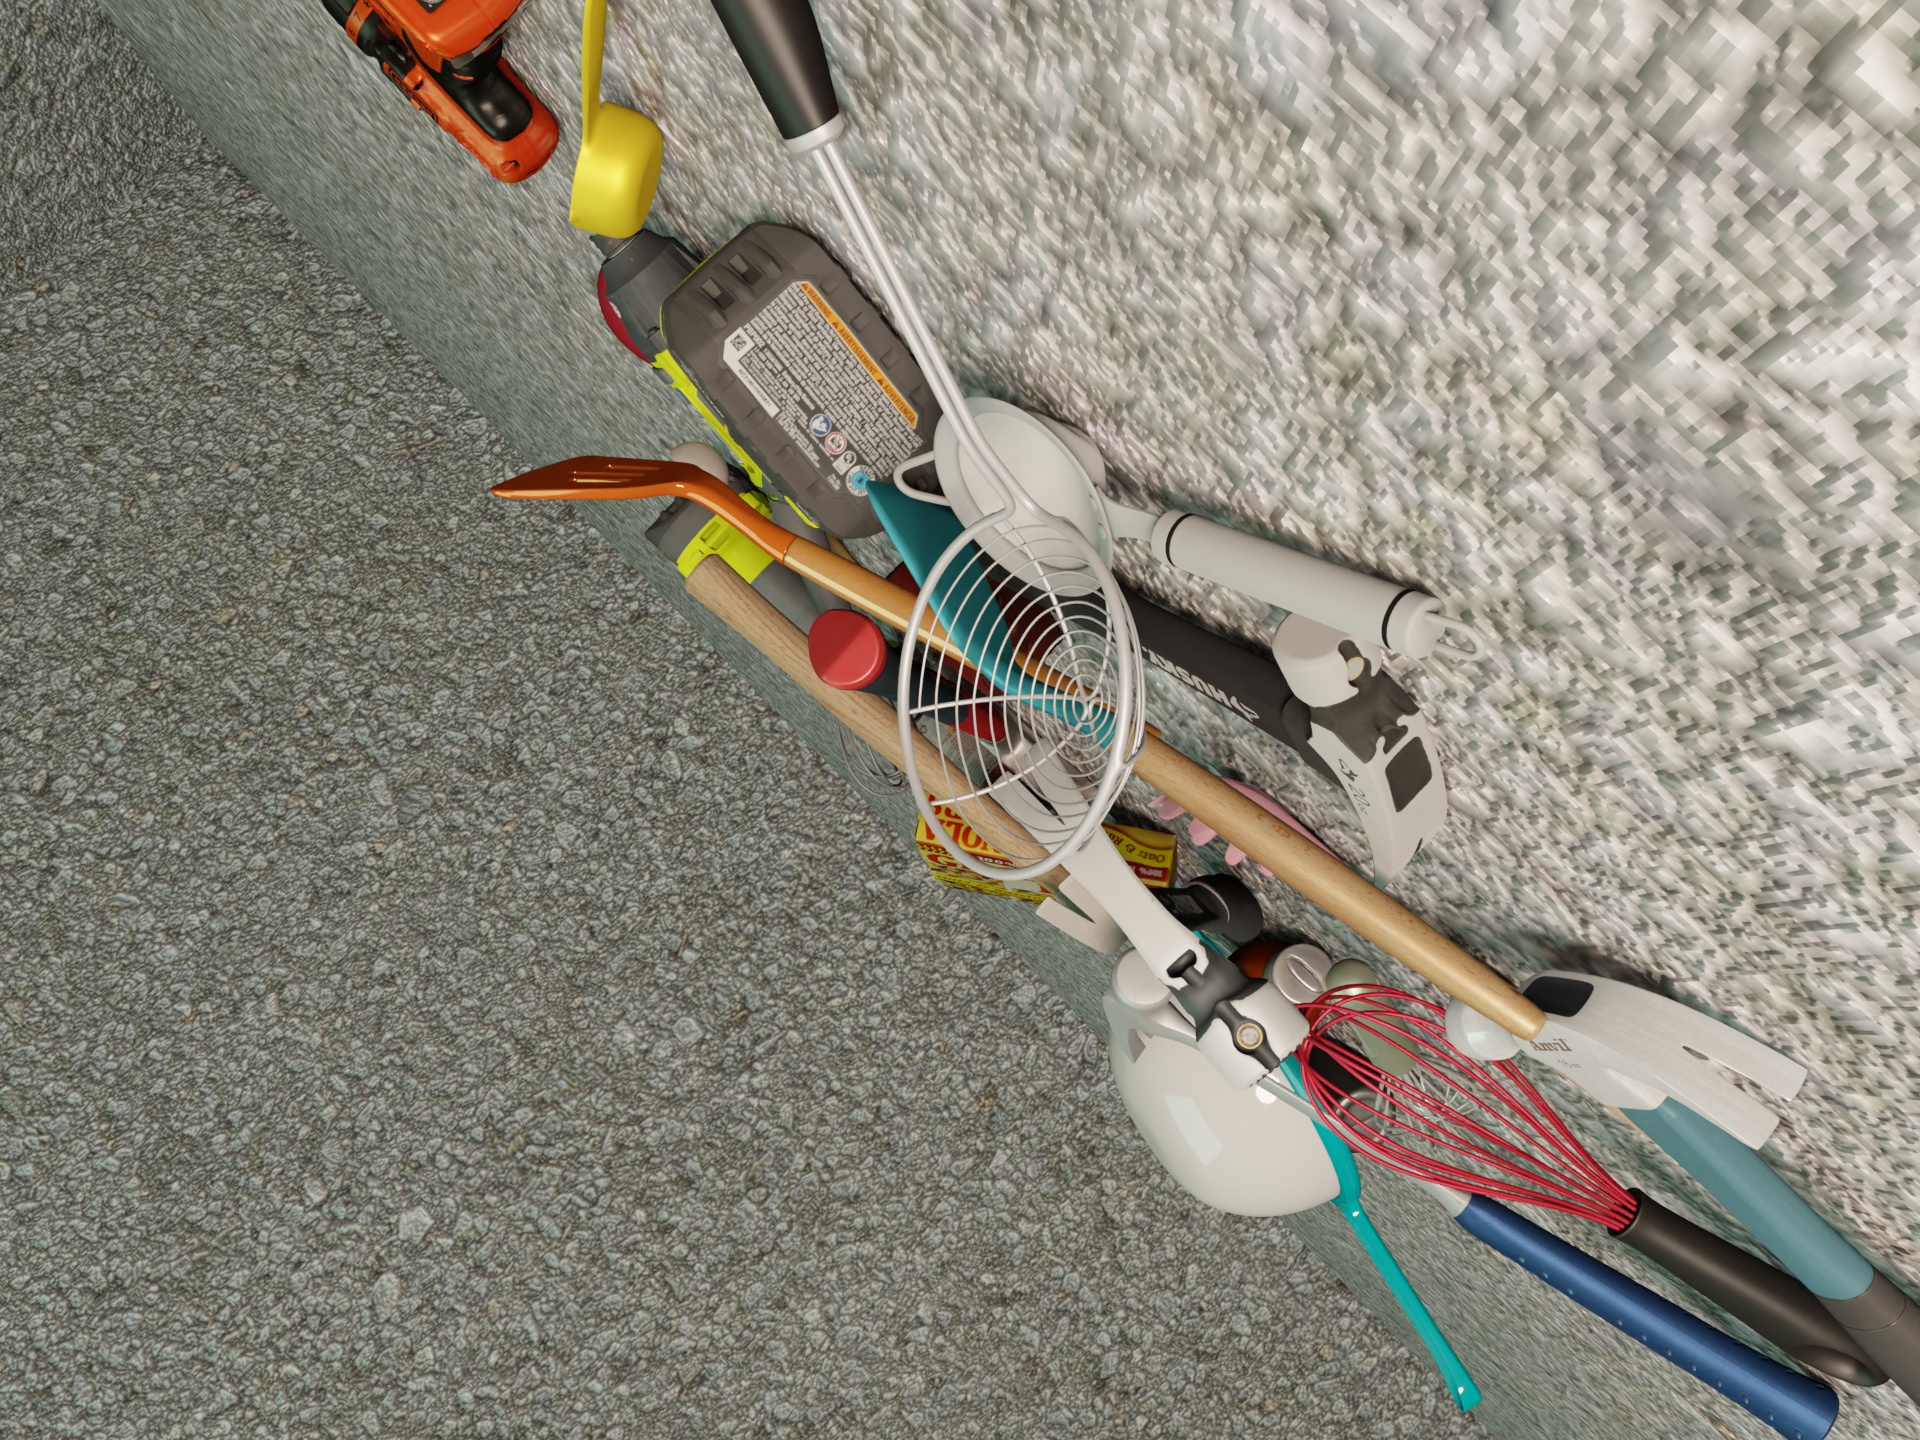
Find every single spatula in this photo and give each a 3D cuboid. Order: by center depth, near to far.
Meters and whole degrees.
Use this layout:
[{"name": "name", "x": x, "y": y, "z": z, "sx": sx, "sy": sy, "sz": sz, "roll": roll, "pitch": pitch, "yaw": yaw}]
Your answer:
[{"name": "spatula", "x": 0.086, "y": 0.011, "z": 0.603, "sx": 0.318, "sy": 0.044, "sz": 0.082, "roll": 36, "pitch": -167, "yaw": 19}, {"name": "spatula", "x": -0.058, "y": -0.058, "z": 0.722, "sx": 0.322, "sy": 0.041, "sz": 0.081, "roll": 28, "pitch": -153, "yaw": 9}]

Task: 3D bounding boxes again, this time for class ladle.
[{"name": "ladle", "x": -0.142, "y": -0.179, "z": 1.076, "sx": 0.315, "sy": 0.031, "sz": 0.069, "roll": 49, "pitch": 170, "yaw": -32}]

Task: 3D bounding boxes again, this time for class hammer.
[{"name": "hammer", "x": 0.328, "y": 0.211, "z": 0.577, "sx": 0.331, "sy": 0.033, "sz": 0.128, "roll": 44, "pitch": 163, "yaw": -2}, {"name": "hammer", "x": 0.069, "y": -0.042, "z": 0.673, "sx": 0.335, "sy": 0.035, "sz": 0.146, "roll": 36, "pitch": 166, "yaw": 49}, {"name": "hammer", "x": 0.110, "y": 0.087, "z": 0.764, "sx": 0.149, "sy": 0.036, "sz": 0.408, "roll": 48, "pitch": -174, "yaw": 14}, {"name": "hammer", "x": 0.253, "y": 0.248, "z": 0.839, "sx": 0.405, "sy": 0.035, "sz": 0.144, "roll": 30, "pitch": 163, "yaw": 13}, {"name": "hammer", "x": -0.001, "y": -0.003, "z": 0.916, "sx": 0.143, "sy": 0.038, "sz": 0.386, "roll": 43, "pitch": -176, "yaw": 12}, {"name": "hammer", "x": -0.027, "y": 0.020, "z": 0.923, "sx": 0.331, "sy": 0.031, "sz": 0.130, "roll": 41, "pitch": -176, "yaw": -2}]

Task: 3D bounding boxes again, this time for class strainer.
[{"name": "strainer", "x": 0.071, "y": -0.064, "z": 0.543, "sx": 0.259, "sy": 0.050, "sz": 0.086, "roll": 29, "pitch": 150, "yaw": 46}, {"name": "strainer", "x": 0.188, "y": 0.288, "z": 0.996, "sx": 0.341, "sy": 0.095, "sz": 0.210, "roll": 58, "pitch": 173, "yaw": 21}]

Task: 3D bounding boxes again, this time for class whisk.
[{"name": "whisk", "x": 0.264, "y": 0.198, "z": 0.673, "sx": 0.296, "sy": 0.073, "sz": 0.073, "roll": 31, "pitch": 171, "yaw": 1}, {"name": "whisk", "x": 0.225, "y": 0.175, "z": 0.822, "sx": 0.246, "sy": 0.059, "sz": 0.058, "roll": 49, "pitch": -160, "yaw": -52}, {"name": "whisk", "x": -0.082, "y": -0.063, "z": 1.039, "sx": 0.055, "sy": 0.055, "sz": 0.239, "roll": 107, "pitch": 141, "yaw": -80}]

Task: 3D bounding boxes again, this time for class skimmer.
[{"name": "skimmer", "x": -0.037, "y": -0.112, "z": 0.494, "sx": 0.127, "sy": 0.090, "sz": 0.363, "roll": 15, "pitch": 140, "yaw": 53}]

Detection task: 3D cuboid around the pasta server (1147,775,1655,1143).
[{"name": "pasta server", "x": 0.212, "y": 0.114, "z": 0.706, "sx": 0.316, "sy": 0.040, "sz": 0.060, "roll": 39, "pitch": -178, "yaw": 32}]

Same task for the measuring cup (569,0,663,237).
[{"name": "measuring cup", "x": -0.142, "y": -0.258, "z": 0.666, "sx": 0.029, "sy": 0.062, "sz": 0.156, "roll": 18, "pitch": 161, "yaw": -7}]

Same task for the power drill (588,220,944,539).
[{"name": "power drill", "x": -0.100, "y": -0.169, "z": 0.754, "sx": 0.171, "sy": 0.080, "sz": 0.223, "roll": 49, "pitch": 174, "yaw": -25}]

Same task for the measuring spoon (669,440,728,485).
[{"name": "measuring spoon", "x": -0.095, "y": -0.105, "z": 0.812, "sx": 0.124, "sy": 0.018, "sz": 0.034, "roll": 38, "pitch": -174, "yaw": 2}]

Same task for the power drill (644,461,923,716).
[{"name": "power drill", "x": -0.115, "y": -0.084, "z": 1.188, "sx": 0.228, "sy": 0.080, "sz": 0.190, "roll": 44, "pitch": -175, "yaw": -1}]
